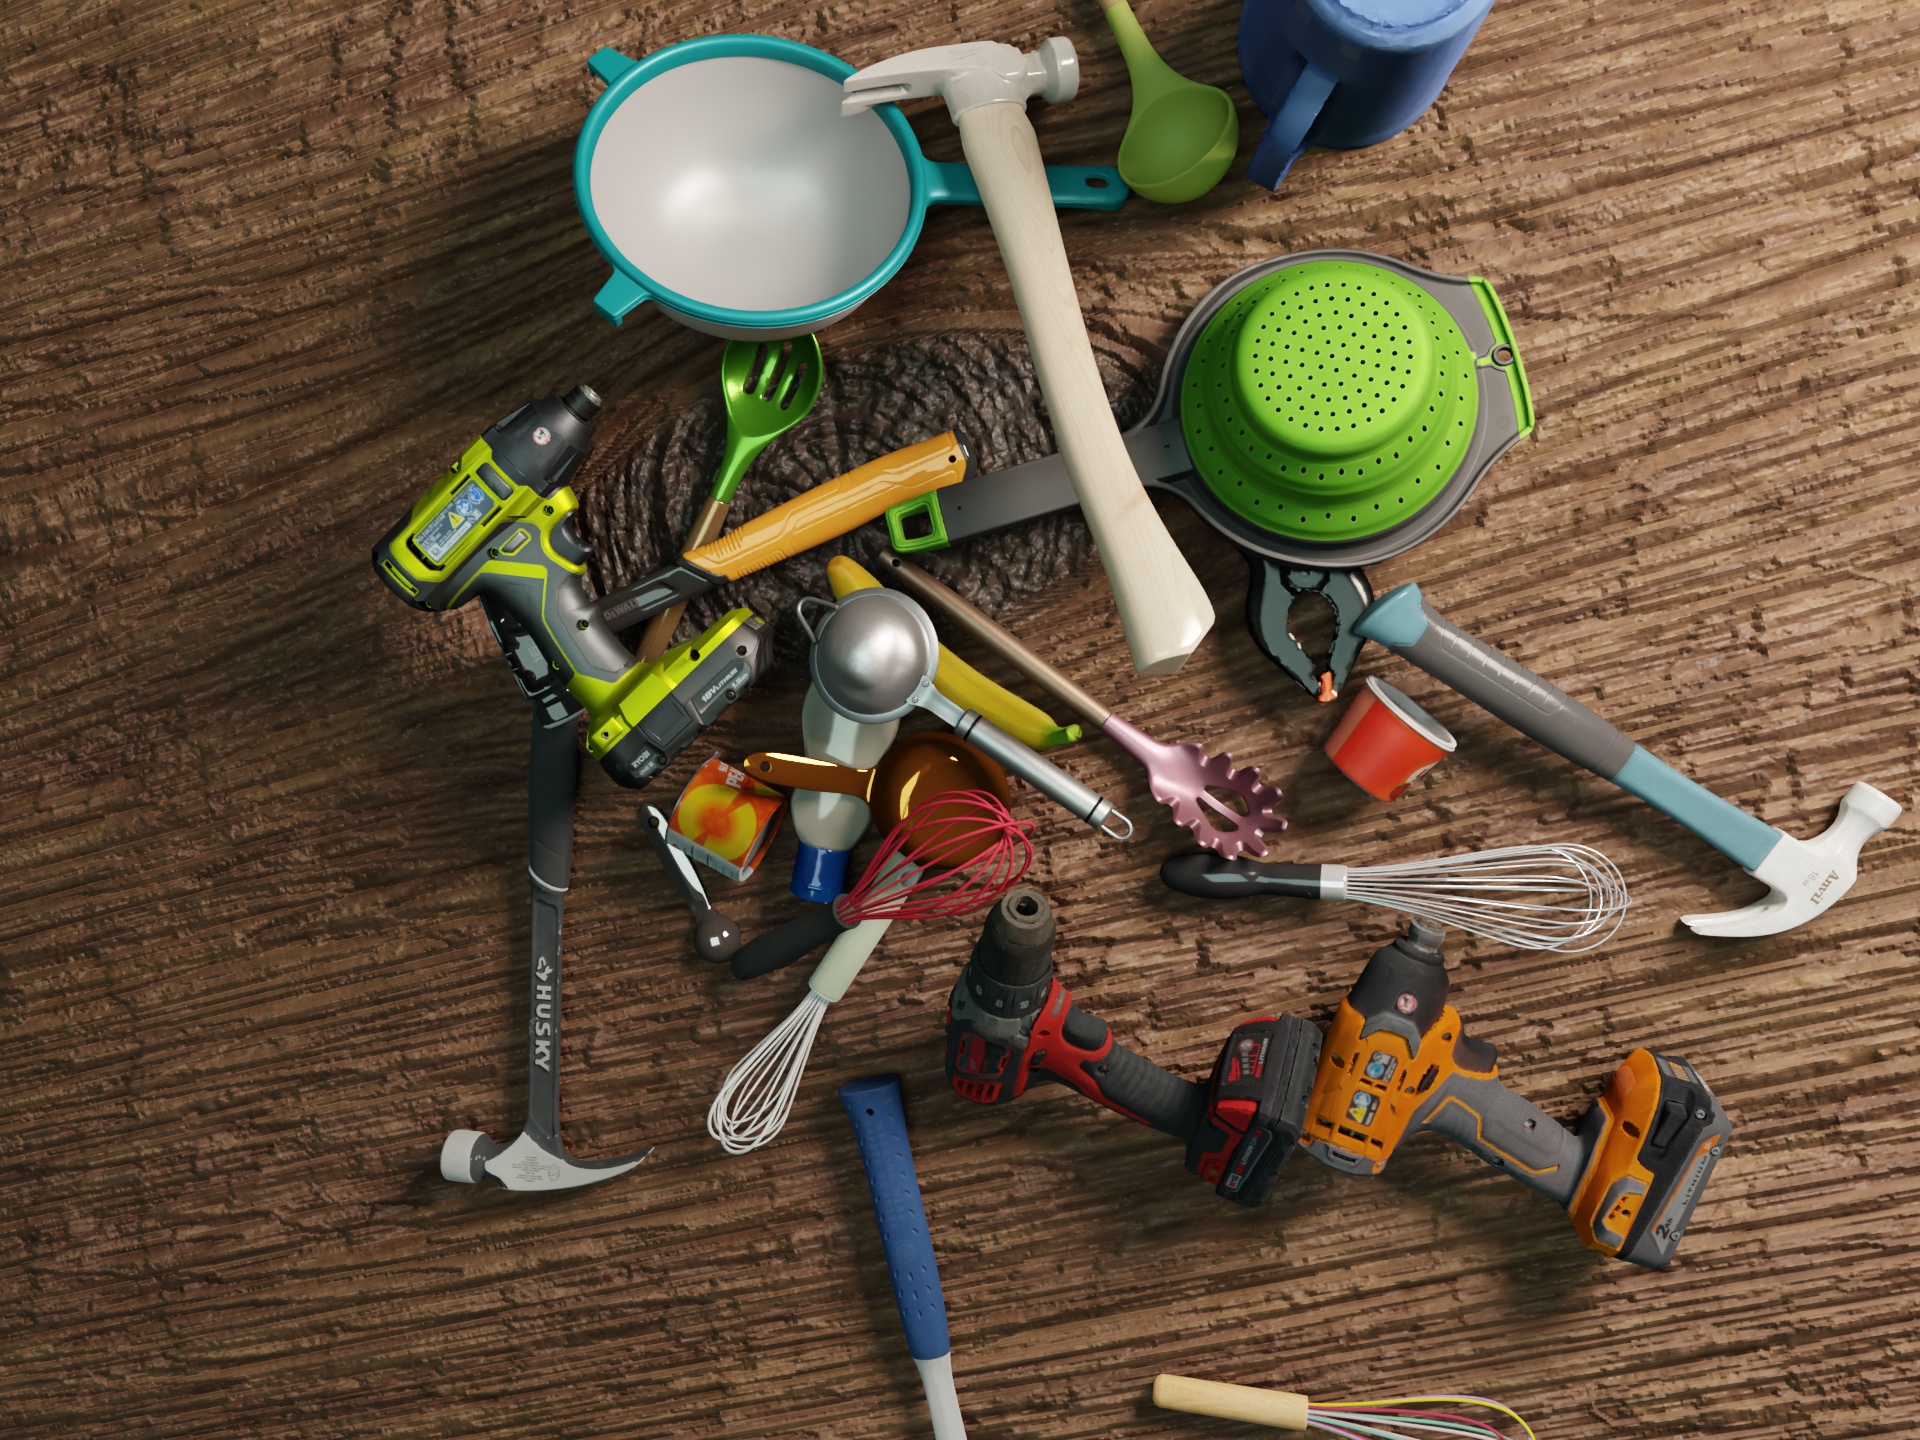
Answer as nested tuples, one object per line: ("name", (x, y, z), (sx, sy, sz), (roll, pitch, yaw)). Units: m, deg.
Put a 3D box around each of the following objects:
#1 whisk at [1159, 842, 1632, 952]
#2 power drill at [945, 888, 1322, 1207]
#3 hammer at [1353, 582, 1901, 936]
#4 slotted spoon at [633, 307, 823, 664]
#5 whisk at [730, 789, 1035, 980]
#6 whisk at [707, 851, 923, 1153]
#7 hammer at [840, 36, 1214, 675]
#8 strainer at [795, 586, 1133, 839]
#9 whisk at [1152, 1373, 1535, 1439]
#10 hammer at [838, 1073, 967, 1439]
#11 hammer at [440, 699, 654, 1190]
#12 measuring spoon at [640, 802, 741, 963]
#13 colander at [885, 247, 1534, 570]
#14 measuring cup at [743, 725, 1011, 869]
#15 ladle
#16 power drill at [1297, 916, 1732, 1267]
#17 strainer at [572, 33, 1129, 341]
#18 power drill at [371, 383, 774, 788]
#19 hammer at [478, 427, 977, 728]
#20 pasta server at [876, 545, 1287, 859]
("whisk", (0.266, 0.103, 0.993), (0.284, 0.070, 0.070), (2, 96, 15))
("power drill", (0.102, 0.197, 0.983), (0.227, 0.080, 0.187), (18, 136, 8))
("hammer", (0.388, 0.016, 0.959), (0.331, 0.033, 0.128), (32, 101, 0))
("slotted spoon", (-0.174, -0.126, 1.068), (0.070, 0.031, 0.313), (27, 101, 4))
("whisk", (-0.060, 0.114, 0.999), (0.296, 0.073, 0.073), (-32, 89, 42))
("whisk", (-0.097, 0.189, 1.076), (0.057, 0.059, 0.246), (28, 98, -37))
("hammer", (0.048, -0.216, 0.912), (0.146, 0.038, 0.411), (-12, 72, -11))
("strainer", (-0.002, -0.003, 0.982), (0.258, 0.050, 0.087), (34, 98, 7))
("whisk", (0.248, 0.460, 1.037), (0.245, 0.051, 0.047), (4, 102, 13))
("hammer", (-0.012, 0.442, 1.086), (0.144, 0.035, 0.405), (-12, 93, 12))
("hammer", (-0.283, 0.130, 1.107), (0.149, 0.036, 0.409), (4, 96, 9))
("measuring spoon", (-0.191, 0.113, 1.096), (0.034, 0.018, 0.124), (-29, 89, 12))
("colander", (0.138, -0.176, 0.944), (0.397, 0.094, 0.204), (-15, 79, 8))
("measuring cup", (-0.050, 0.045, 1.012), (0.173, 0.052, 0.095), (11, 93, -18))
("ladle", (0.080, -0.464, 0.975), (0.078, 0.062, 0.320), (-26, 87, 22))
("power drill", (0.335, 0.222, 0.967), (0.226, 0.084, 0.164), (19, 104, 6))
("strainer", (-0.067, -0.316, 1.003), (0.340, 0.095, 0.211), (-2, 70, -10))
("power drill", (-0.229, -0.082, 0.989), (0.171, 0.080, 0.223), (-43, 97, 9))
("hammer", (-0.149, -0.116, 1.038), (0.337, 0.034, 0.127), (-23, 102, 5))
("pasta server", (0.073, -0.017, 1.027), (0.316, 0.040, 0.060), (37, 86, 6))
